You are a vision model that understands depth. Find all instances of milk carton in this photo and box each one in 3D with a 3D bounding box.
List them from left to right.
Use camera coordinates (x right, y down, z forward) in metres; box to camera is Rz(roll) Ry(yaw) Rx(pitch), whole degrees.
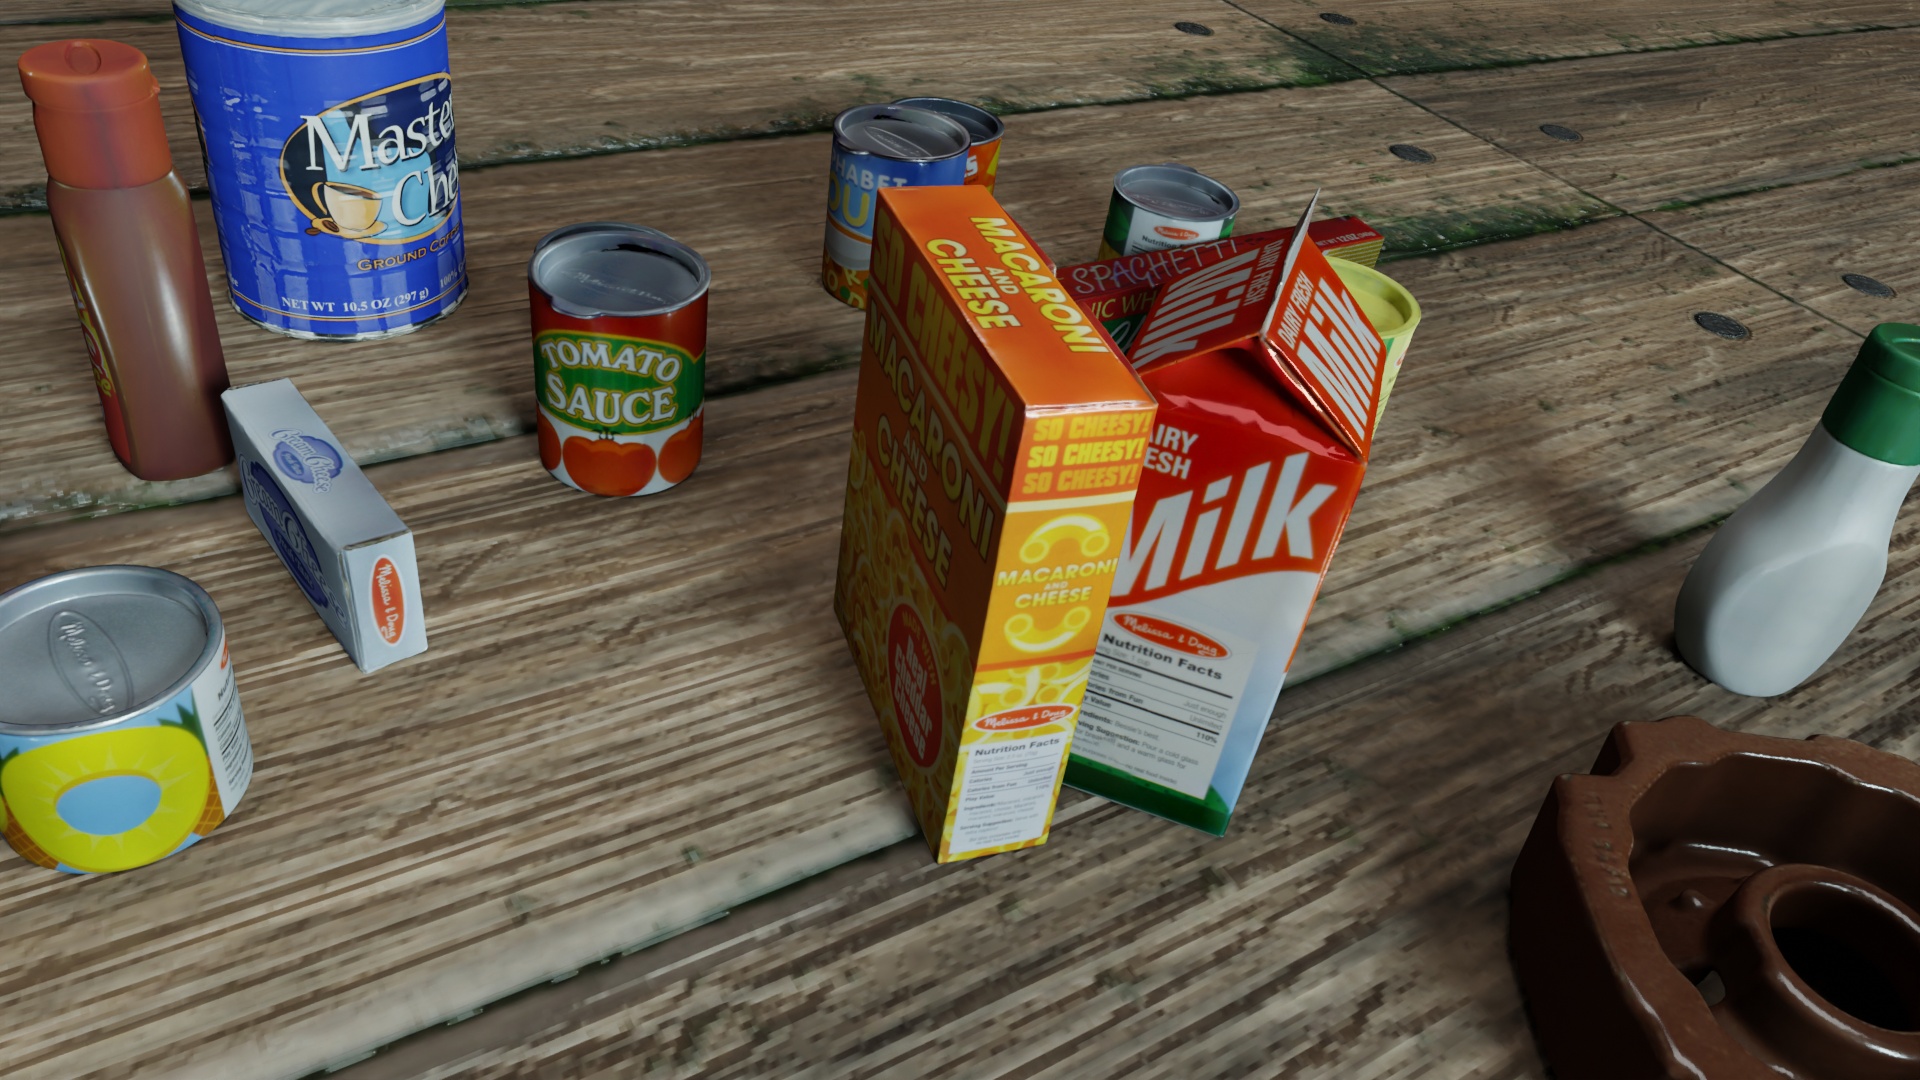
[{"bbox_3d":[0.076,-0.007,0.422,0.073,0.189,0.073,18,38,10],"label":"milk carton"}]

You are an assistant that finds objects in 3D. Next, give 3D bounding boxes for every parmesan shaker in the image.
[{"bbox_3d":[0.139,-0.055,0.571,0.071,0.102,0.072,6,37,-5],"label":"parmesan shaker"}]

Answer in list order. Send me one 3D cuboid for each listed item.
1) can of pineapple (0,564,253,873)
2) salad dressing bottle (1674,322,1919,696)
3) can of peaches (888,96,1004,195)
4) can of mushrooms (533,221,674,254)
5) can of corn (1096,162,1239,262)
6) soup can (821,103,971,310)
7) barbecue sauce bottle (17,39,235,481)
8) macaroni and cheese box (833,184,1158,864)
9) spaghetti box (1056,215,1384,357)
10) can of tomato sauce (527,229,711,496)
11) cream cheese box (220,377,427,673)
[{"bbox_3d":[-0.238,0.049,0.385,0.071,0.057,0.071,6,37,-5],"label":"can of pineapple"},{"bbox_3d":[0.320,-0.009,0.516,0.064,0.146,0.044,4,38,-8],"label":"salad dressing bottle"},{"bbox_3d":[-0.013,-0.203,0.763,0.071,0.057,0.071,6,37,-5],"label":"can of peaches"},{"bbox_3d":[-0.159,-0.116,0.637,0.071,0.033,0.071,6,37,-5],"label":"can of mushrooms"},{"bbox_3d":[0.108,-0.159,0.734,0.071,0.058,0.071,6,37,-5],"label":"can of corn"},{"bbox_3d":[-0.035,-0.162,0.684,0.071,0.083,0.072,6,37,-5],"label":"soup can"},{"bbox_3d":[-0.289,-0.096,0.487,0.044,0.147,0.065,-14,43,-28],"label":"barbecue sauce bottle"},{"bbox_3d":[0.002,-0.005,0.422,0.040,0.165,0.124,-6,40,-20],"label":"macaroni and cheese box"},{"bbox_3d":[0.111,-0.118,0.688,0.251,0.049,0.029,-17,45,-31],"label":"spaghetti box"},{"bbox_3d":[-0.132,-0.067,0.540,0.071,0.082,0.071,6,37,-5],"label":"can of tomato sauce"},{"bbox_3d":[-0.214,-0.007,0.467,0.024,0.053,0.104,-23,48,-35],"label":"cream cheese box"}]
